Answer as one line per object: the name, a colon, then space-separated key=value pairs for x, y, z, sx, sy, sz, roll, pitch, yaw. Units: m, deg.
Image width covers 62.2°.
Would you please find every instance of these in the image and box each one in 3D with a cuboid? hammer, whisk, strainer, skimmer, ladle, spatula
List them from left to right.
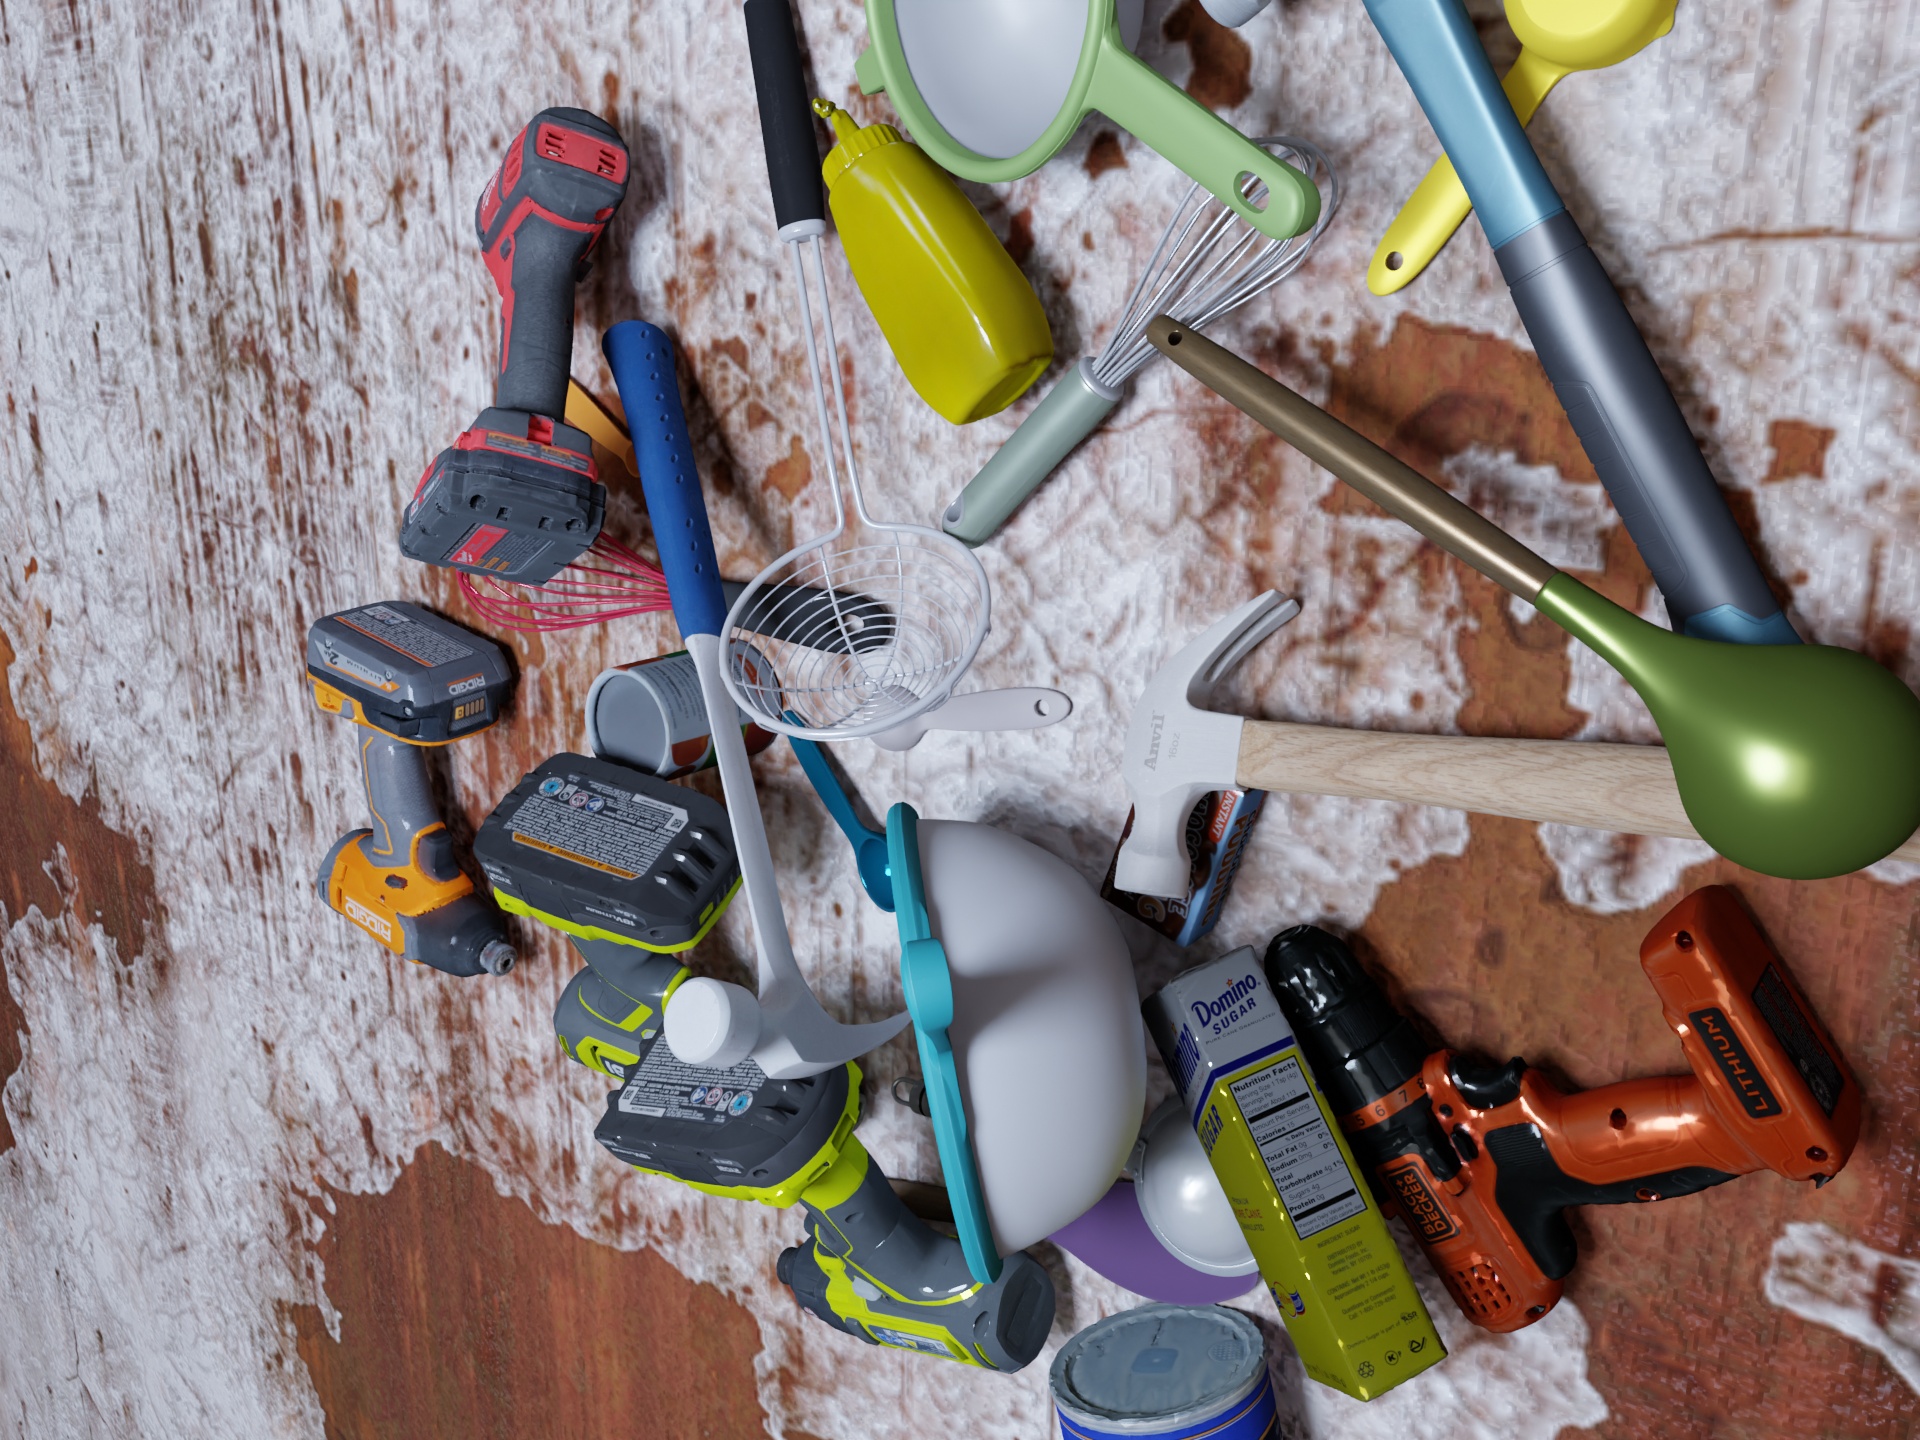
whisk: x=-0.165 y=-0.070 z=0.864 sx=0.296 sy=0.073 sz=0.073 roll=11 pitch=109 yaw=27
hammer: x=-0.115 y=-0.024 z=0.758 sx=0.035 sy=0.144 sz=0.406 roll=-29 pitch=61 yaw=22
skimmer: x=-0.069 y=-0.171 z=0.722 sx=0.127 sy=0.090 sz=0.363 roll=-10 pitch=89 yaw=10
spatula: x=0.012 y=0.261 z=0.841 sx=0.316 sy=0.018 sz=0.060 roll=-4 pitch=94 yaw=37
strainer: x=0.030 y=0.115 z=0.643 sx=0.095 sy=0.340 sz=0.211 roll=-11 pitch=75 yaw=-1
strainer: x=0.062 y=0.210 z=0.779 sx=0.258 sy=0.050 sz=0.087 roll=6 pitch=90 yaw=39
whisk: x=0.066 y=-0.151 z=0.679 sx=0.246 sy=0.059 sz=0.058 roll=-43 pitch=39 yaw=40
strainer: x=0.061 y=-0.264 z=0.617 sx=0.257 sy=0.069 sz=0.151 roll=48 pitch=141 yaw=27
ladle: x=0.190 y=-0.059 z=0.568 sx=0.320 sy=0.062 sz=0.078 roll=42 pitch=103 yaw=27
hammer: x=0.217 y=0.020 z=0.599 sx=0.331 sy=0.031 sz=0.130 roll=5 pitch=83 yaw=30
hammer: x=0.204 y=-0.158 z=0.557 sx=0.128 sy=0.033 sz=0.331 roll=-26 pitch=92 yaw=48

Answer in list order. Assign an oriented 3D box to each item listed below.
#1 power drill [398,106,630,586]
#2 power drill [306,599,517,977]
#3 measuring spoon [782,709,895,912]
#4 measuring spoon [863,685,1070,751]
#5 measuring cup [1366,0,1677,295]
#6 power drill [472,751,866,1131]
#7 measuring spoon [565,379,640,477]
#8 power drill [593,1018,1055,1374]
power drill: x=-0.227 y=-0.190 z=0.823 sx=0.143 sy=0.078 sz=0.220 roll=-18 pitch=65 yaw=57
power drill: x=-0.342 y=0.054 z=1.015 sx=0.164 sy=0.084 sz=0.226 roll=23 pitch=119 yaw=29
measuring spoon: x=-0.056 y=0.043 z=0.840 sx=0.129 sy=0.021 sz=0.042 roll=57 pitch=142 yaw=22
measuring spoon: x=-0.001 y=-0.002 z=0.781 sx=0.124 sy=0.018 sz=0.034 roll=-5 pitch=99 yaw=37
measuring cup: x=0.192 y=-0.220 z=0.571 sx=0.062 sy=0.029 sz=0.156 roll=45 pitch=123 yaw=19
power drill: x=-0.151 y=0.135 z=0.850 sx=0.191 sy=0.080 sz=0.228 roll=15 pitch=139 yaw=24
measuring spoon: x=-0.209 y=-0.174 z=0.899 sx=0.117 sy=0.011 sz=0.021 roll=42 pitch=124 yaw=25
power drill: x=-0.074 y=0.243 z=0.802 sx=0.171 sy=0.080 sz=0.223 roll=-6 pitch=131 yaw=39
